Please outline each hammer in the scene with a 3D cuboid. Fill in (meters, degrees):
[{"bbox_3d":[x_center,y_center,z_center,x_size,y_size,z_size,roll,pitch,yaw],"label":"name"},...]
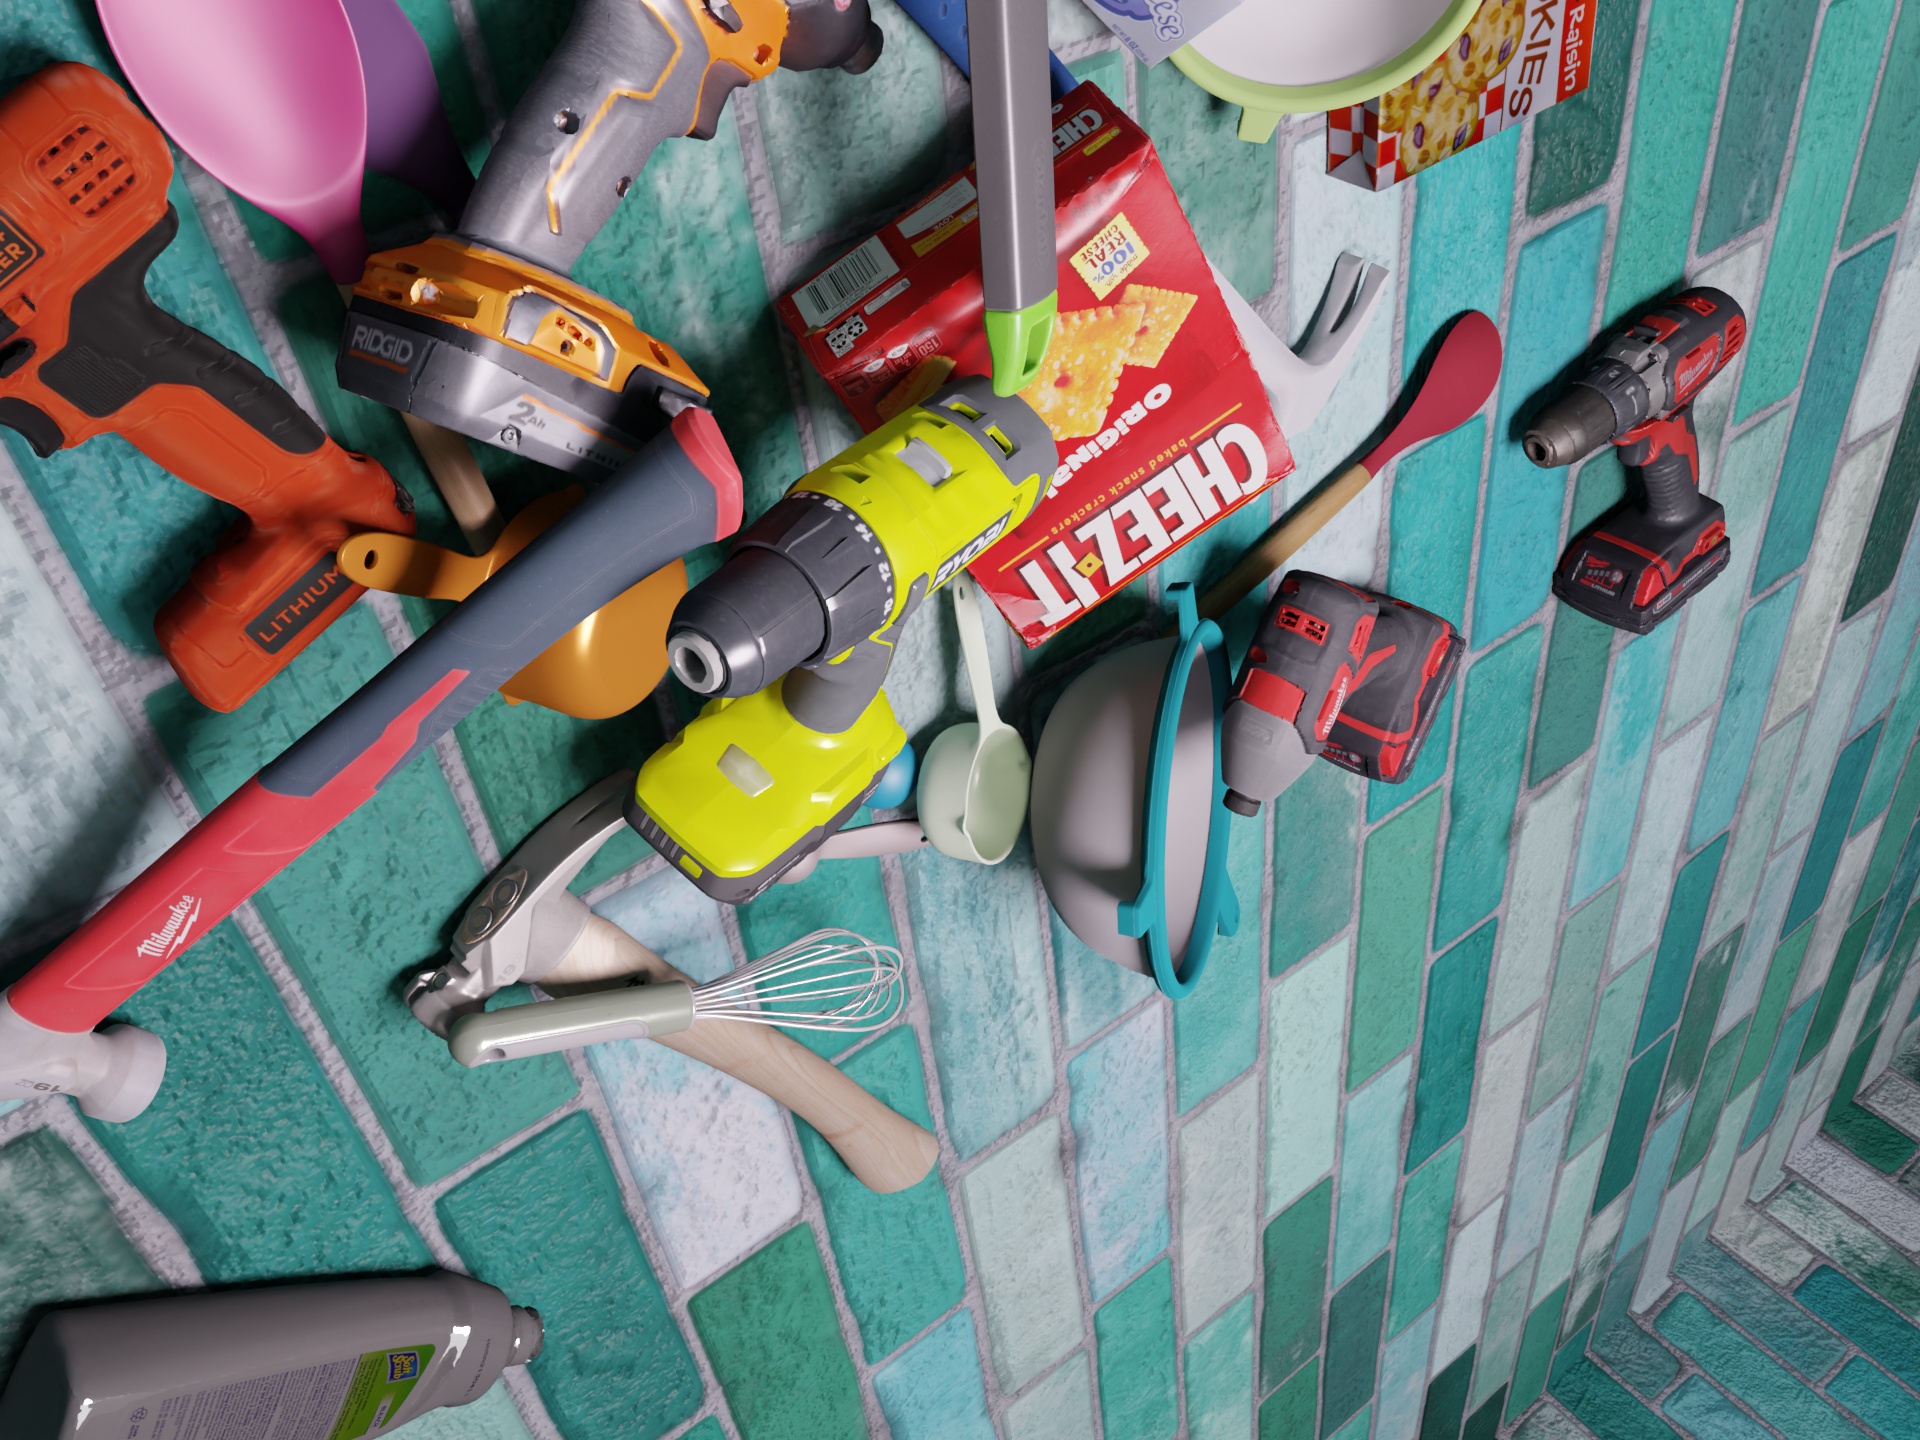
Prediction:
[{"bbox_3d":[0.083,-0.249,0.749,0.405,0.035,0.144,29,97,-48],"label":"hammer"},{"bbox_3d":[-0.237,0.015,0.558,0.386,0.038,0.143,-37,141,13],"label":"hammer"},{"bbox_3d":[-0.112,0.174,0.874,0.146,0.038,0.410,-49,139,-5],"label":"hammer"}]

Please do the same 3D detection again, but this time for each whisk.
[{"bbox_3d":[-0.128,0.138,0.774,0.246,0.059,0.057,-3,145,-39],"label":"whisk"}]

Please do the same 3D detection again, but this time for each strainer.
[{"bbox_3d":[0.198,-0.361,0.669,0.256,0.069,0.151,-17,144,30],"label":"strainer"},{"bbox_3d":[0.108,0.070,0.952,0.340,0.095,0.211,56,41,-63],"label":"strainer"}]

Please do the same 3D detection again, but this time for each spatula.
[{"bbox_3d":[-0.168,-0.170,0.592,0.060,0.018,0.315,-40,137,-1],"label":"spatula"}]

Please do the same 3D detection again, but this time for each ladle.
[{"bbox_3d":[0.225,-0.135,0.965,0.315,0.031,0.069,-42,137,-9],"label":"ladle"}]

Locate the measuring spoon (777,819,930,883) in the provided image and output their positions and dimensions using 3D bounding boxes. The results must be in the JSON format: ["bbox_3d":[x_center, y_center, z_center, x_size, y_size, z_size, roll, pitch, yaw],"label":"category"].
[{"bbox_3d":[-0.053,0.070,0.866,0.124,0.018,0.034,-5,121,-41],"label":"measuring spoon"}]

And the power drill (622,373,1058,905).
[{"bbox_3d":[-0.064,-0.021,0.652,0.190,0.080,0.228,-42,169,-40],"label":"power drill"}]

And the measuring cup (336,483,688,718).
[{"bbox_3d":[-0.162,-0.046,0.607,0.173,0.052,0.095,8,100,-73],"label":"measuring cup"}]

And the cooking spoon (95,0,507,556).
[{"bbox_3d":[-0.207,-0.138,0.572,0.069,0.017,0.318,-30,137,-15],"label":"cooking spoon"}]

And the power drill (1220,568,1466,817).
[{"bbox_3d":[0.225,-0.014,0.964,0.219,0.079,0.143,-2,116,-59],"label":"power drill"}]

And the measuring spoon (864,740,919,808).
[{"bbox_3d":[-0.071,0.043,0.826,0.128,0.021,0.042,-18,129,-35],"label":"measuring spoon"}]

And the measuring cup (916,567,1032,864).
[{"bbox_3d":[-0.001,-0.003,0.847,0.083,0.038,0.167,-41,128,-52],"label":"measuring cup"}]

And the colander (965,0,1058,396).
[{"bbox_3d":[-0.020,-0.306,0.533,0.204,0.094,0.396,-45,139,-48],"label":"colander"}]

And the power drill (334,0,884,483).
[{"bbox_3d":[-0.110,-0.198,0.560,0.164,0.084,0.226,15,96,-53],"label":"power drill"}]

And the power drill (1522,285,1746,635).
[{"bbox_3d":[0.471,-0.171,1.125,0.188,0.080,0.226,-35,133,-18],"label":"power drill"}]
